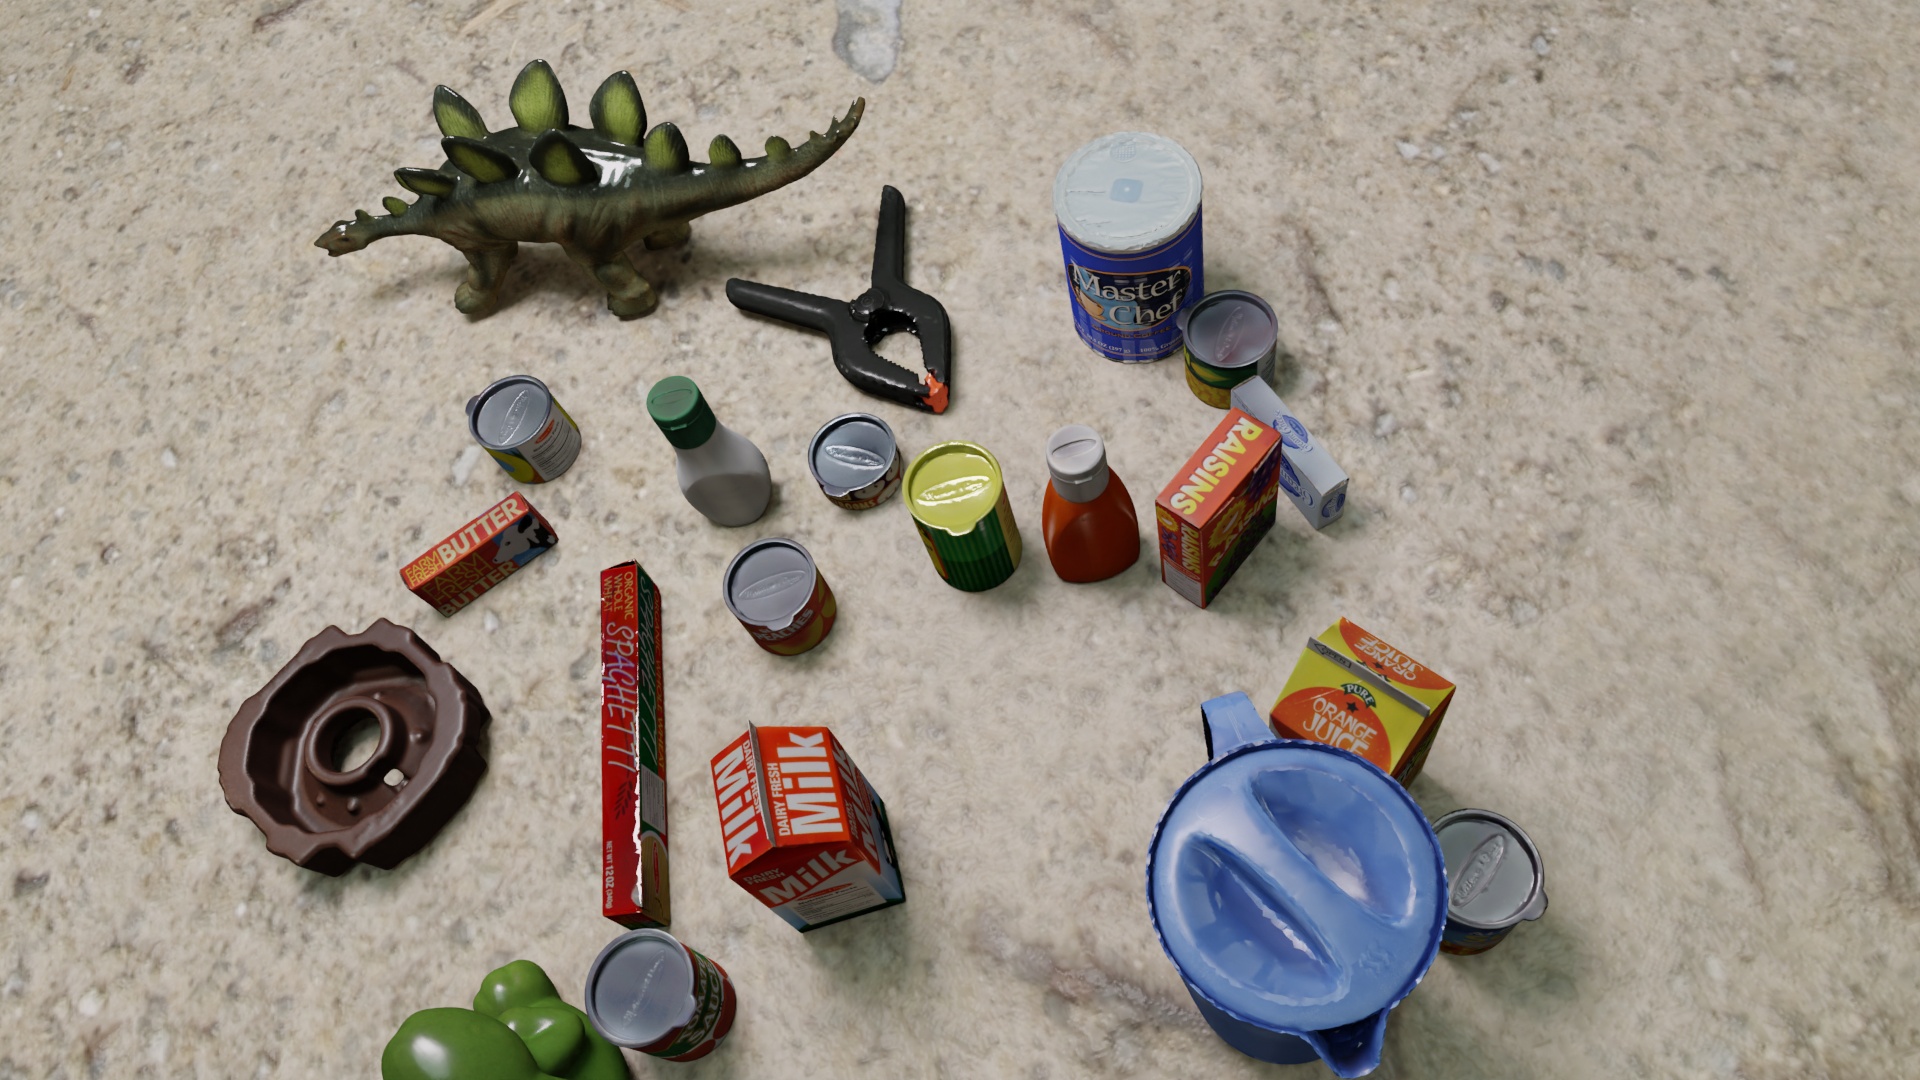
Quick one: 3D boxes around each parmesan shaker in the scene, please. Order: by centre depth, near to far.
[{"bbox_3d":[0.003,-0.012,0.943,0.071,0.102,0.071,-4,63,9],"label":"parmesan shaker"}]

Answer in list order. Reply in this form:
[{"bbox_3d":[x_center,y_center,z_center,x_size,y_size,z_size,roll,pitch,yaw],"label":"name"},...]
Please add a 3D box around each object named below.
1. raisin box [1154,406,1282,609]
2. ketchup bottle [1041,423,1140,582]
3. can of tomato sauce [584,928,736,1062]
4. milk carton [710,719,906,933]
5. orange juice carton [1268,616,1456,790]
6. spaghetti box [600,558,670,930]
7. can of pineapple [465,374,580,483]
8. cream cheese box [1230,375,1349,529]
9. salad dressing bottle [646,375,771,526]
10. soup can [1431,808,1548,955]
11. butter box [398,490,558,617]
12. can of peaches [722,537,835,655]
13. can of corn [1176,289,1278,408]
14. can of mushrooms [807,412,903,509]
[{"bbox_3d":[0.168,-0.018,0.904,0.040,0.123,0.086,36,75,24],"label":"raisin box"},{"bbox_3d":[0.082,-0.023,0.908,0.065,0.148,0.044,-16,62,2],"label":"ketchup bottle"},{"bbox_3d":[-0.177,0.277,0.839,0.071,0.082,0.071,-4,63,9],"label":"can of tomato sauce"},{"bbox_3d":[-0.092,0.168,0.818,0.073,0.189,0.072,-17,62,2],"label":"milk carton"},{"bbox_3d":[0.224,0.109,0.789,0.072,0.192,0.073,34,74,24],"label":"orange juice carton"},{"bbox_3d":[-0.221,0.134,0.940,0.029,0.050,0.251,-11,62,5],"label":"spaghetti box"},{"bbox_3d":[-0.336,-0.086,1.070,0.071,0.057,0.071,-4,63,8],"label":"can of pineapple"},{"bbox_3d":[0.225,-0.060,0.955,0.024,0.053,0.104,-31,62,-6],"label":"cream cheese box"},{"bbox_3d":[-0.177,-0.062,0.977,0.064,0.147,0.044,-14,62,4],"label":"salad dressing bottle"},{"bbox_3d":[0.292,0.198,0.792,0.071,0.083,0.071,-4,63,9],"label":"soup can"},{"bbox_3d":[-0.355,0.011,1.027,0.103,0.053,0.024,-36,63,-8],"label":"butter box"},{"bbox_3d":[-0.124,0.042,0.965,0.071,0.058,0.071,-4,63,8],"label":"can of peaches"},{"bbox_3d":[0.191,-0.137,0.998,0.071,0.058,0.071,-4,63,8],"label":"can of corn"},{"bbox_3d":[-0.077,-0.056,1.021,0.071,0.033,0.071,-4,62,8],"label":"can of mushrooms"}]
